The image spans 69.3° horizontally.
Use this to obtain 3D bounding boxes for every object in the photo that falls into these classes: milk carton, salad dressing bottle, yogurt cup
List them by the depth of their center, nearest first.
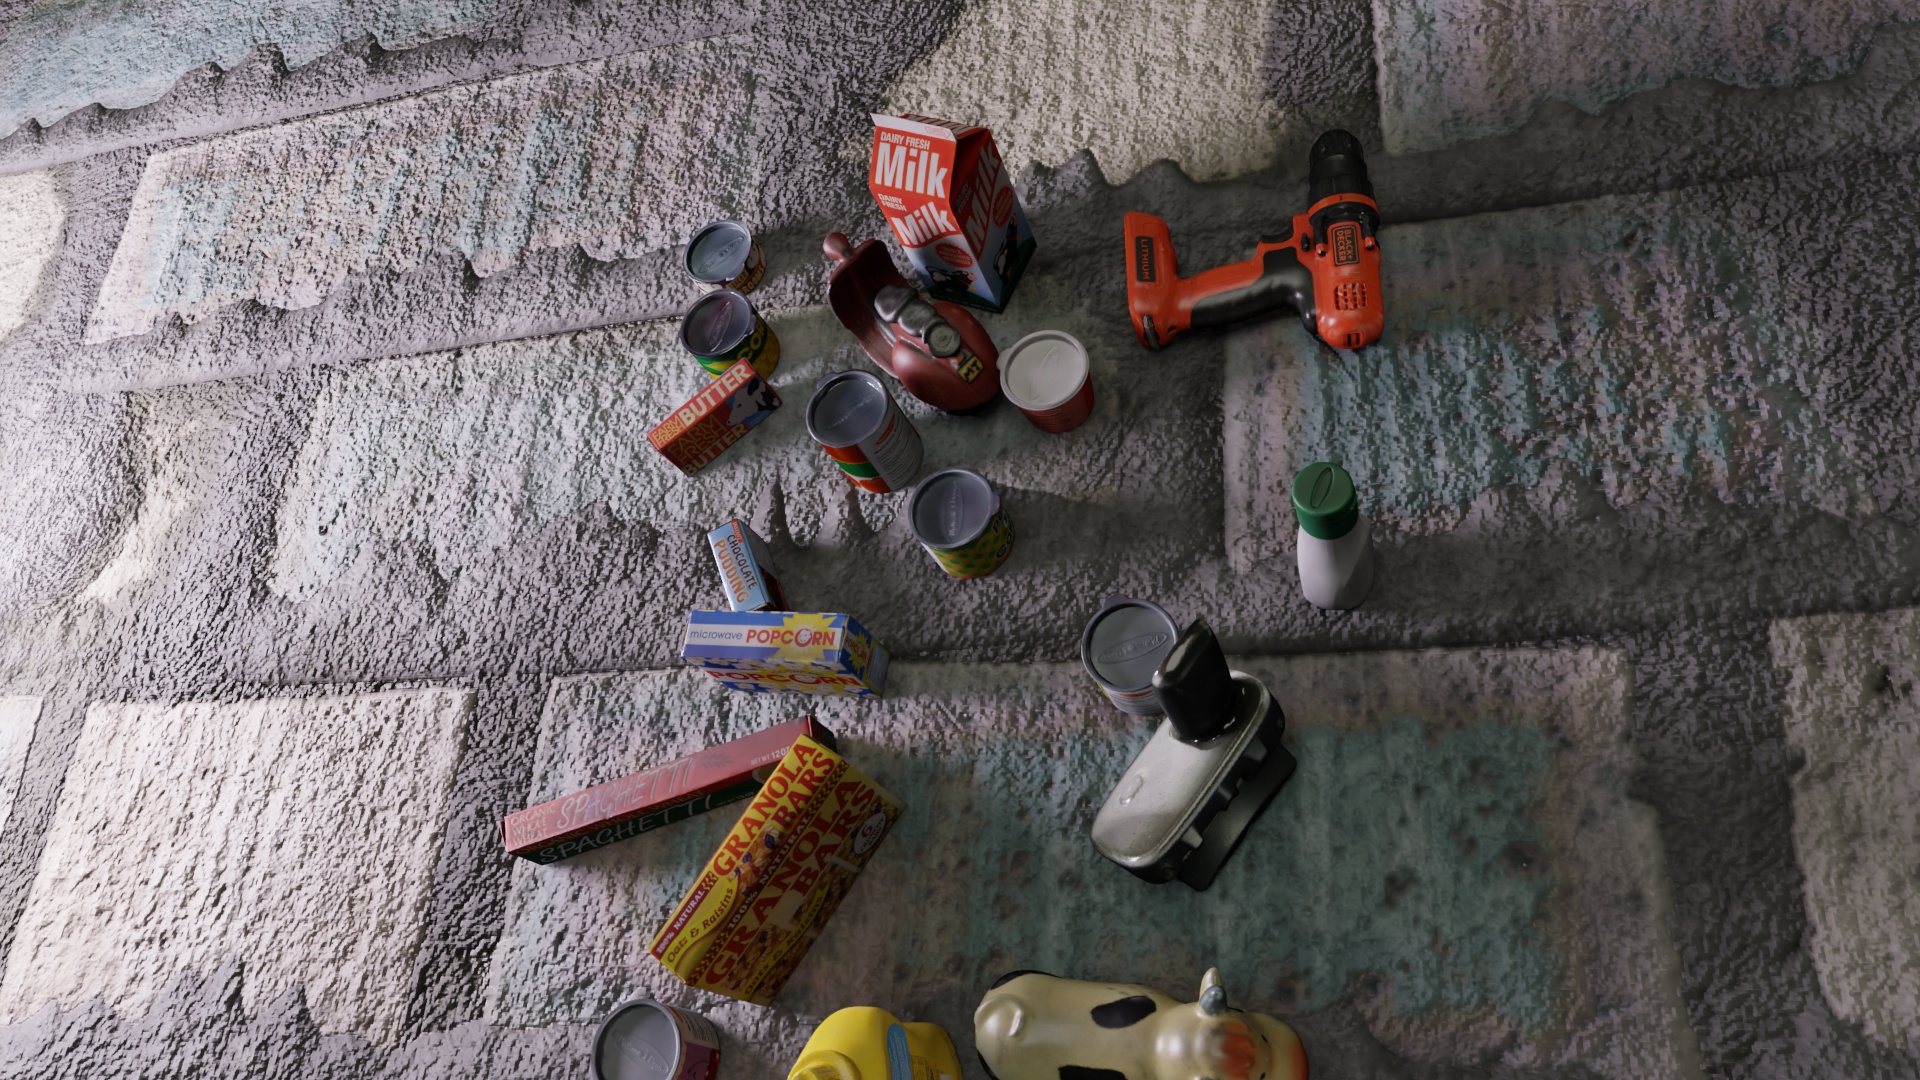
[{"bbox_3d":[0.237,-0.002,0.886,0.044,0.147,0.064,18,73,25],"label":"salad dressing bottle"},{"bbox_3d":[0.069,-0.117,1.053,0.072,0.053,0.072,-8,64,16],"label":"yogurt cup"},{"bbox_3d":[-0.008,-0.261,1.069,0.072,0.190,0.073,18,73,25],"label":"milk carton"}]

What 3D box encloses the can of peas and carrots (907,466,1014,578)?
[{"bbox_3d":[0.004,-0.013,1.022,0.071,0.058,0.071,-8,64,16],"label":"can of peas and carrots"}]

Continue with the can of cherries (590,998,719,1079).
[{"bbox_3d":[-0.204,0.344,0.923,0.071,0.058,0.072,-8,64,16],"label":"can of cherries"}]

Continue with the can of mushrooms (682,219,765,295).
[{"bbox_3d":[-0.206,-0.244,1.219,0.071,0.033,0.071,-7,64,16],"label":"can of mushrooms"}]

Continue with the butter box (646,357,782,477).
[{"bbox_3d":[-0.201,-0.100,1.137,0.103,0.053,0.024,-39,60,-2],"label":"butter box"}]

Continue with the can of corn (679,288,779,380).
[{"bbox_3d":[-0.190,-0.167,1.162,0.071,0.058,0.071,-8,64,16],"label":"can of corn"}]

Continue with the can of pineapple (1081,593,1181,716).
[{"bbox_3d":[0.120,0.078,0.940,0.071,0.057,0.071,-8,64,16],"label":"can of pineapple"}]

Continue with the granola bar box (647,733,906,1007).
[{"bbox_3d":[-0.116,0.219,0.915,0.039,0.124,0.166,29,78,28],"label":"granola bar box"}]

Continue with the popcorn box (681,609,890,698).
[{"bbox_3d":[-0.126,0.082,1.006,0.126,0.085,0.038,0,66,19],"label":"popcorn box"}]

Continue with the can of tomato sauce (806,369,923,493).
[{"bbox_3d":[-0.074,-0.083,1.068,0.071,0.083,0.071,-8,64,16],"label":"can of tomato sauce"}]

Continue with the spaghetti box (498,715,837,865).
[{"bbox_3d":[-0.212,0.183,1.007,0.250,0.050,0.029,-20,61,9],"label":"spaghetti box"}]

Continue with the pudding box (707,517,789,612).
[{"bbox_3d":[-0.161,0.029,1.064,0.030,0.049,0.084,-27,60,5],"label":"pudding box"}]
